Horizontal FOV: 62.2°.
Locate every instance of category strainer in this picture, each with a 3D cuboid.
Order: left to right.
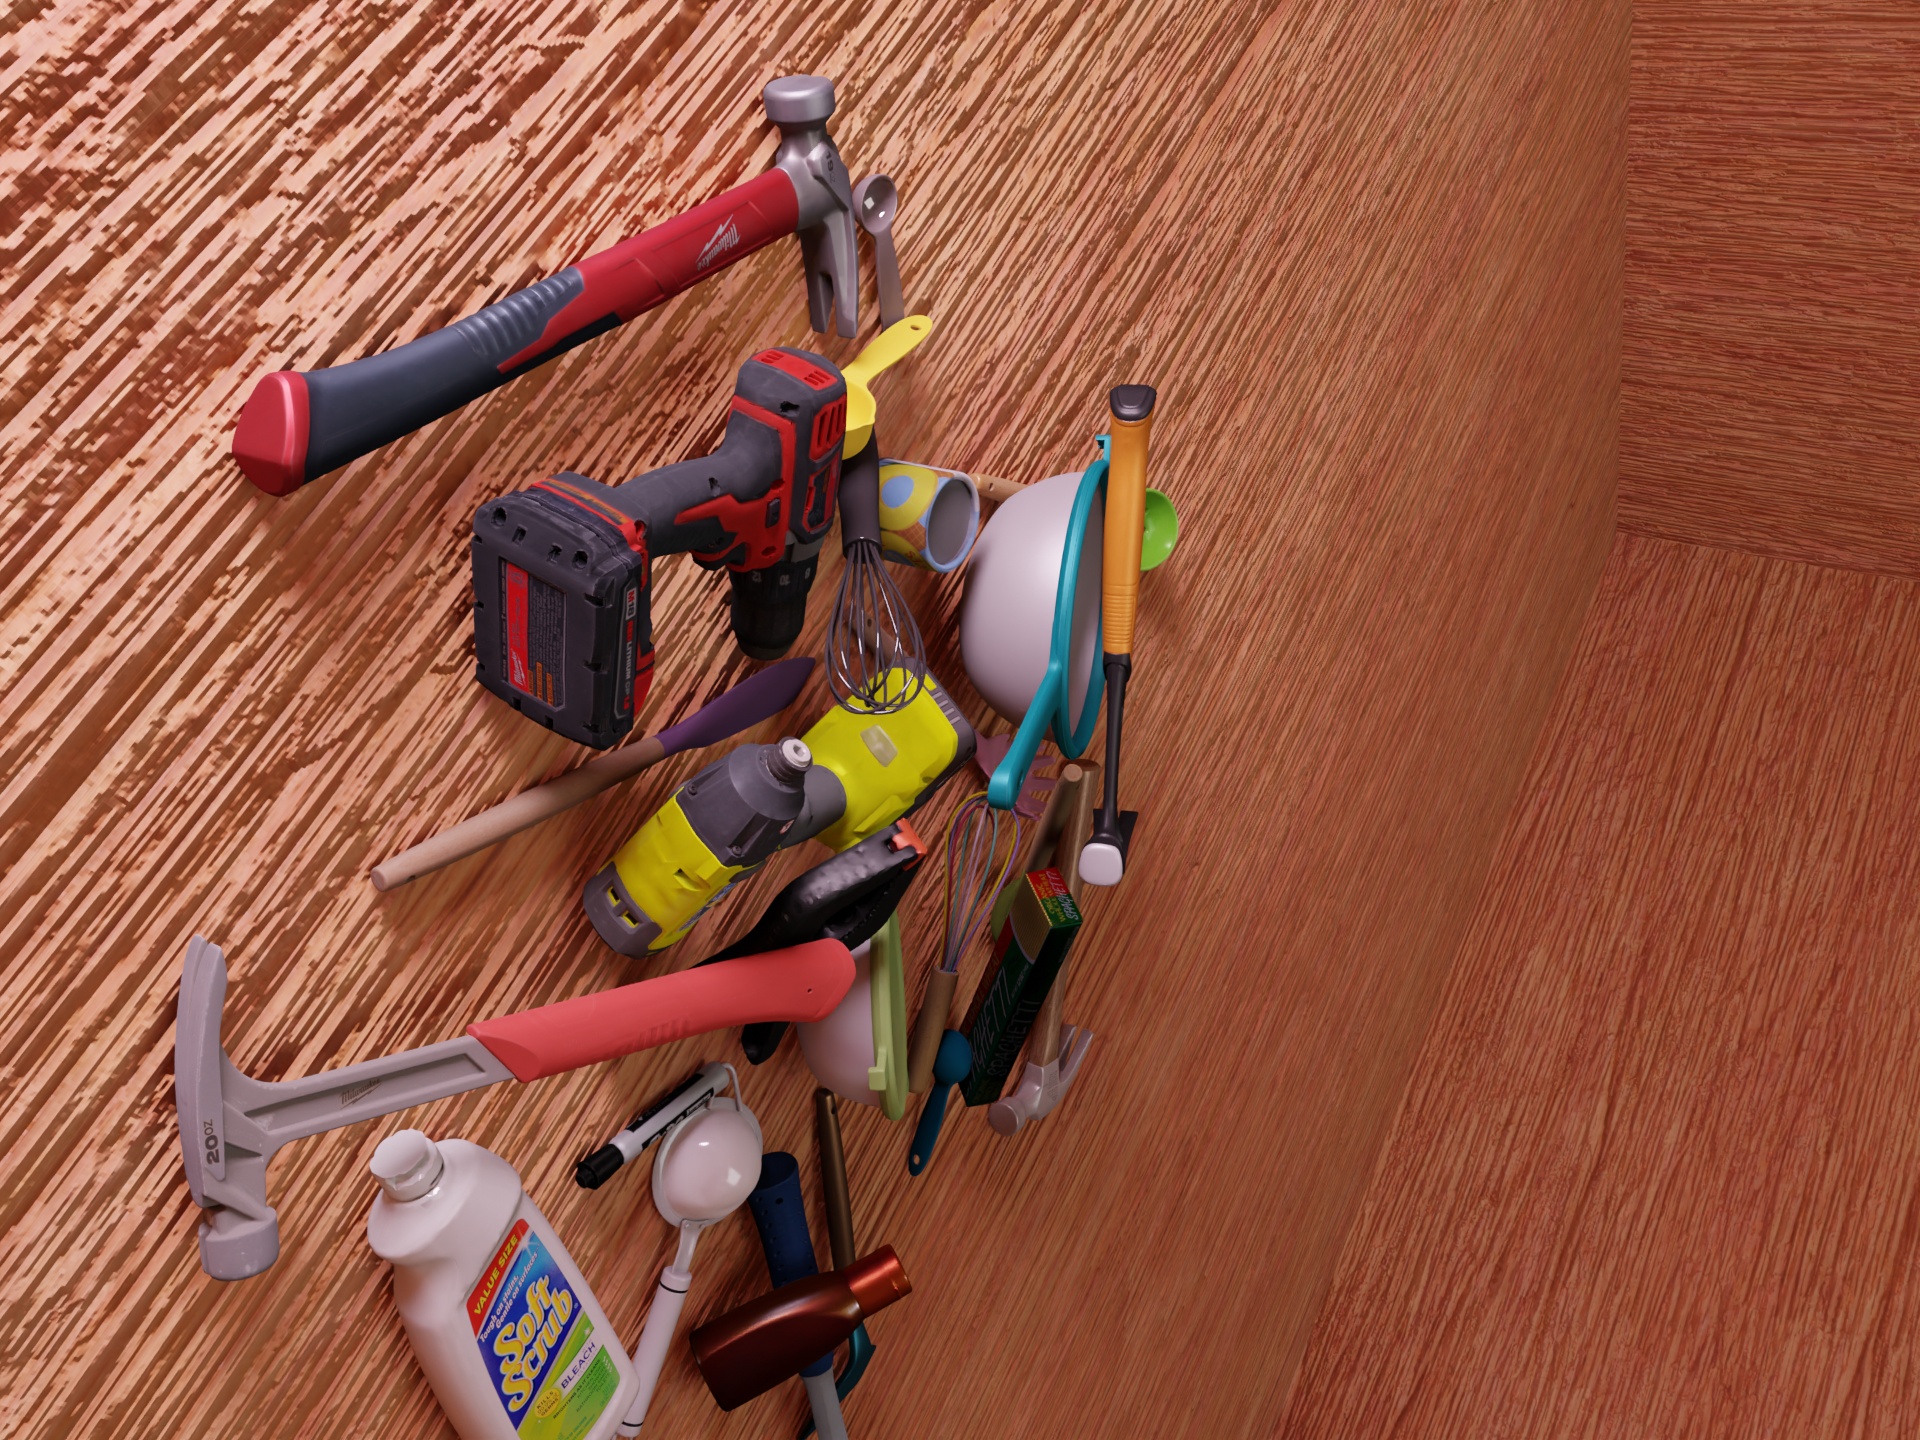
[{"bbox_3d":[-0.177,0.350,1.014,0.086,0.050,0.258,18,91,-45],"label":"strainer"},{"bbox_3d":[-0.073,0.219,1.114,0.256,0.069,0.152,88,0,-60],"label":"strainer"},{"bbox_3d":[0.034,-0.048,1.076,0.341,0.095,0.210,-63,156,-54],"label":"strainer"}]

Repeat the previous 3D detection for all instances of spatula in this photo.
[{"bbox_3d":[-0.183,0.023,0.862,0.316,0.018,0.059,-30,159,-49],"label":"spatula"},{"bbox_3d":[-0.097,0.410,1.196,0.082,0.044,0.317,-30,124,-49],"label":"spatula"}]

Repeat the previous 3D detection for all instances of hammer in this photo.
[{"bbox_3d":[-0.198,0.149,0.793,0.359,0.037,0.149,-8,103,-44],"label":"hammer"},{"bbox_3d":[-0.174,-0.189,0.766,0.386,0.038,0.143,-45,140,-42],"label":"hammer"},{"bbox_3d":[-0.099,0.479,1.166,0.144,0.035,0.405,-17,119,-16],"label":"hammer"},{"bbox_3d":[0.088,0.194,1.399,0.130,0.031,0.331,-15,116,-56],"label":"hammer"},{"bbox_3d":[0.111,-0.062,1.102,0.127,0.034,0.336,-57,150,-71],"label":"hammer"}]

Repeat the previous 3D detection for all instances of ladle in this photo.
[{"bbox_3d":[0.069,0.109,1.188,0.078,0.062,0.320,-54,170,-24],"label":"ladle"}]

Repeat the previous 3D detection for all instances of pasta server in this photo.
[{"bbox_3d":[-0.002,-0.004,1.147,0.315,0.040,0.060,47,48,-55],"label":"pasta server"}]

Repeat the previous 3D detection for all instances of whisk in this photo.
[{"bbox_3d":[-0.054,-0.099,0.902,0.055,0.055,0.239,59,19,-52],"label":"whisk"},{"bbox_3d":[-0.009,0.170,1.222,0.047,0.051,0.245,9,101,-39],"label":"whisk"}]

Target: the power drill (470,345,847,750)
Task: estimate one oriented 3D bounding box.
[{"bbox_3d":[-0.142,-0.075,0.823,0.227,0.080,0.187,-43,154,-45],"label":"power drill"}]

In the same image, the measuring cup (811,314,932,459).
[{"bbox_3d":[-0.057,-0.201,0.951,0.156,0.062,0.029,-52,163,-45],"label":"measuring cup"}]

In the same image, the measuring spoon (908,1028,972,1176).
[{"bbox_3d":[-0.025,0.305,1.260,0.021,0.042,0.128,4,107,-49],"label":"measuring spoon"}]

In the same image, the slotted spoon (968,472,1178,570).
[{"bbox_3d":[0.091,-0.164,1.243,0.313,0.031,0.070,3,102,-58],"label":"slotted spoon"}]

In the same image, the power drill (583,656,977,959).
[{"bbox_3d":[-0.091,0.042,0.906,0.171,0.080,0.223,-42,172,33],"label":"power drill"}]

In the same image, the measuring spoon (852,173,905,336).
[{"bbox_3d":[-0.050,-0.273,0.967,0.034,0.018,0.124,-46,147,-33],"label":"measuring spoon"}]
